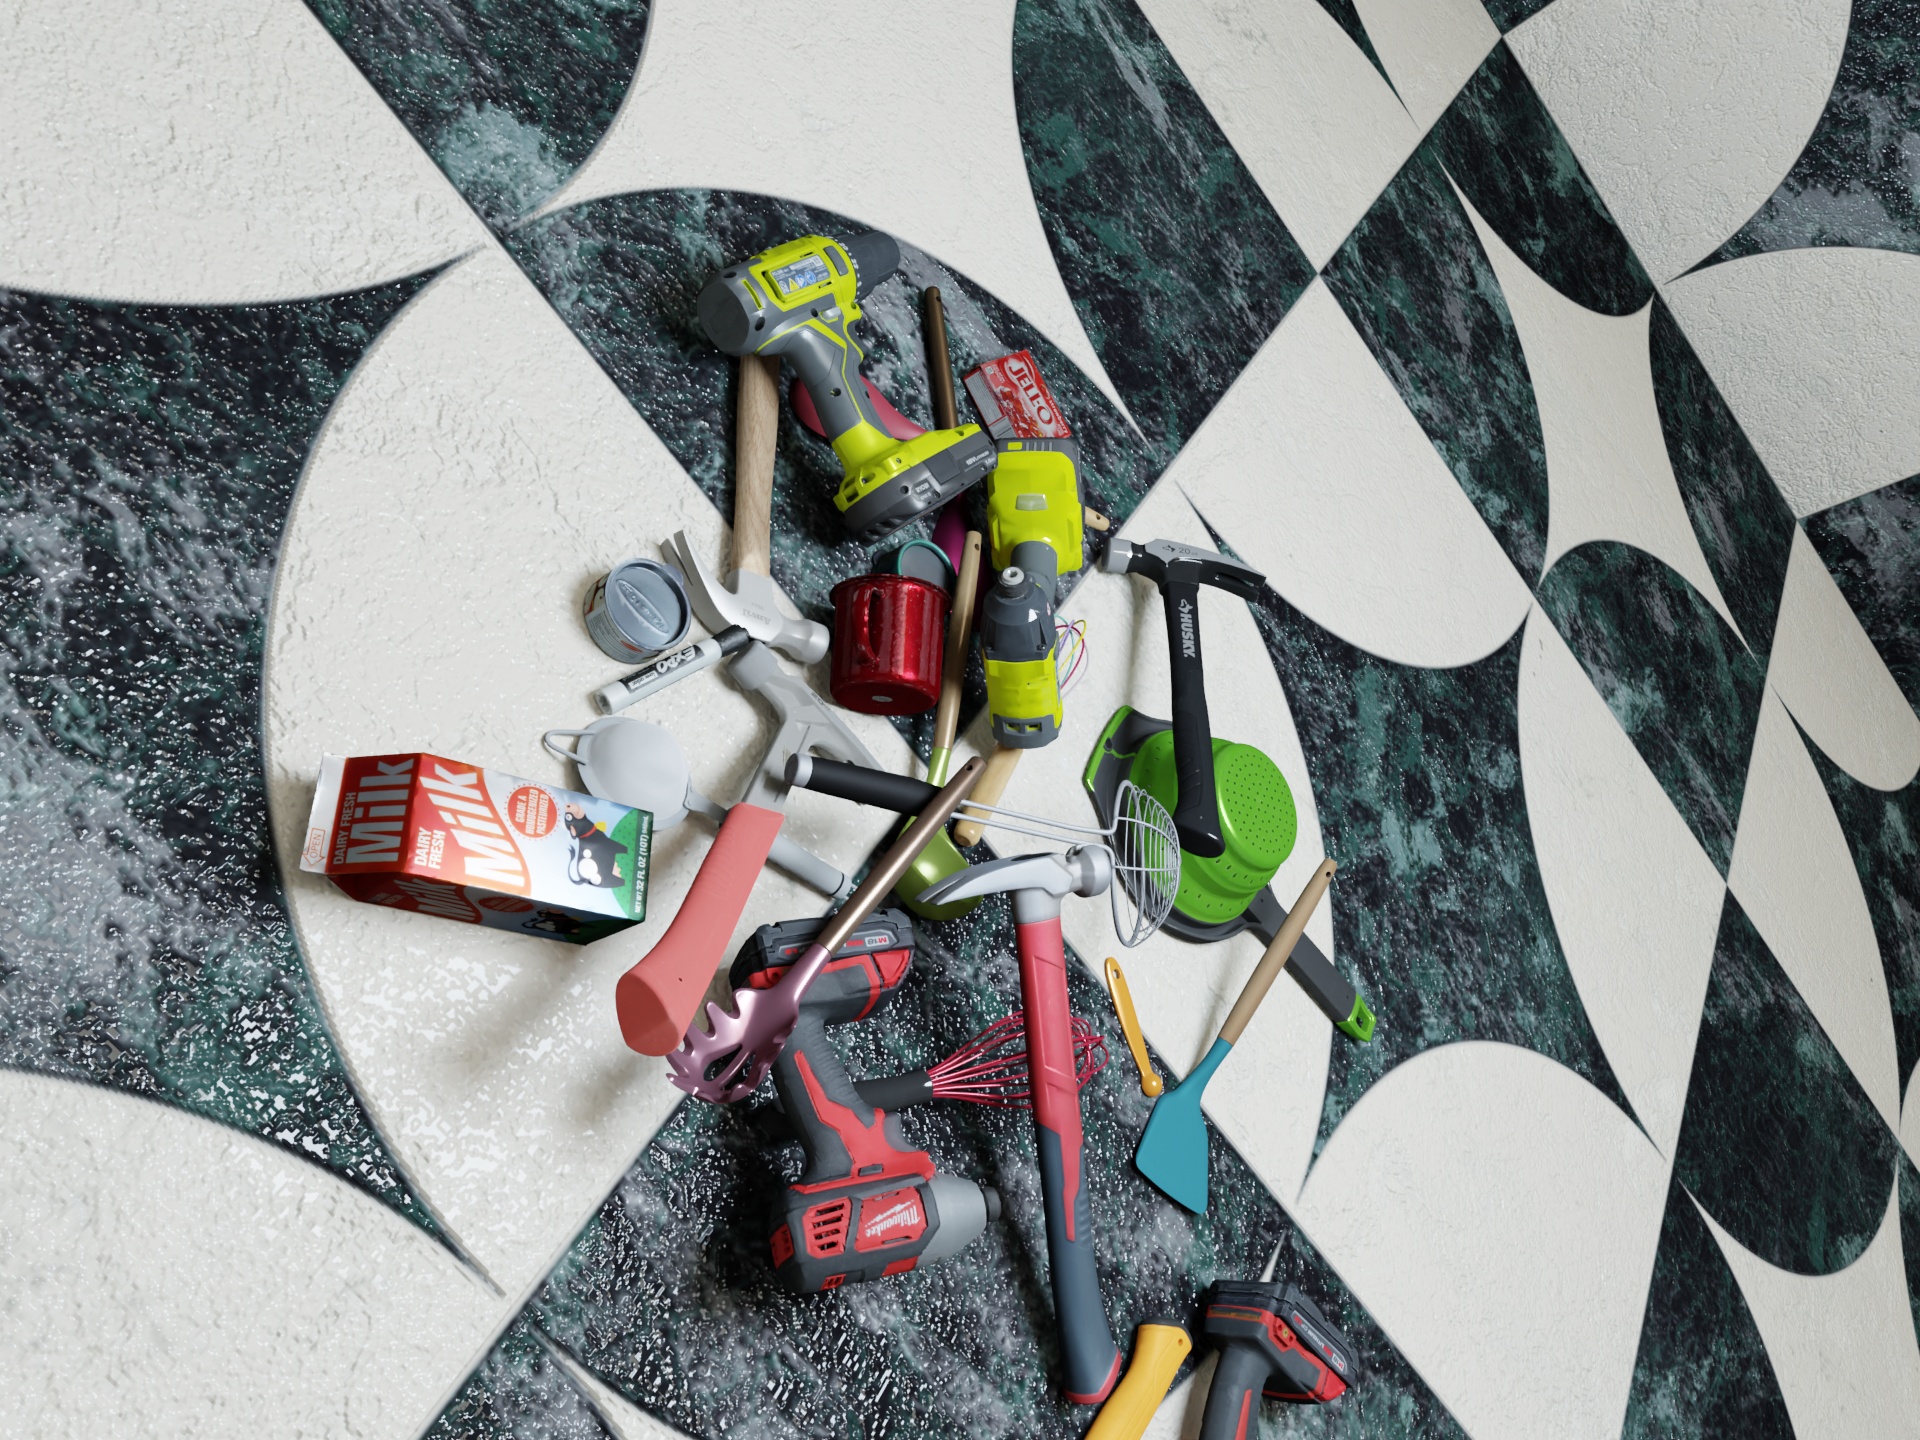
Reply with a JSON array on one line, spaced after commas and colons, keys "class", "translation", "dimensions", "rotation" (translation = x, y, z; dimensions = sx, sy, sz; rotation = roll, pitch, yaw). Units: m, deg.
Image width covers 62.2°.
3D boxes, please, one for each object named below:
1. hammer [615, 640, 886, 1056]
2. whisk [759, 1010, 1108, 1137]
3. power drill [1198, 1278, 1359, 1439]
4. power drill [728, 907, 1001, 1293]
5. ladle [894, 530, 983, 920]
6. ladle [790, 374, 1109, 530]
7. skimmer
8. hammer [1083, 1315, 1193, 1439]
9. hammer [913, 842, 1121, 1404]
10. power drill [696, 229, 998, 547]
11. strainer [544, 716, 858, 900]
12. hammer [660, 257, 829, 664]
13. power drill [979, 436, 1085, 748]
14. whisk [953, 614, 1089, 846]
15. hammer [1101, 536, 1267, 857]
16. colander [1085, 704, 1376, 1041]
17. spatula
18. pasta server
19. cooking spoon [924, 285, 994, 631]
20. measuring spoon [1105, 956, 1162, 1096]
[{"class": "hammer", "translation": [-0.131, 0.085, 1.000], "dimensions": [0.149, 0.036, 0.359], "rotation": [49, 26, -18]}, {"class": "whisk", "translation": [-0.011, 0.252, 1.110], "dimensions": [0.295, 0.073, 0.073], "rotation": [-3, 74, -38]}, {"class": "power drill", "translation": [0.222, 0.556, 1.182], "dimensions": [0.187, 0.080, 0.227], "rotation": [49, 49, -22]}, {"class": "power drill", "translation": [-0.062, 0.236, 0.999], "dimensions": [0.143, 0.078, 0.220], "rotation": [-4, 61, -23]}, {"class": "ladle", "translation": [-0.002, -0.004, 1.204], "dimensions": [0.078, 0.062, 0.320], "rotation": [27, 62, -39]}, {"class": "ladle", "translation": [0.002, -0.218, 1.325], "dimensions": [0.315, 0.031, 0.069], "rotation": [20, 62, -31]}, {"class": "skimmer", "translation": [0.023, 0.080, 1.151], "dimensions": [0.363, 0.090, 0.127], "rotation": [15, 69, -31]}, {"class": "hammer", "translation": [0.078, 0.544, 1.080], "dimensions": [0.127, 0.034, 0.337], "rotation": [56, 45, -8]}, {"class": "hammer", "translation": [0.055, 0.286, 1.097], "dimensions": [0.143, 0.038, 0.386], "rotation": [-9, 95, -31]}, {"class": "power drill", "translation": [-0.072, -0.266, 1.216], "dimensions": [0.190, 0.080, 0.228], "rotation": [-36, 96, -42]}, {"class": "strainer", "translation": [-0.158, 0.062, 1.068], "dimensions": [0.258, 0.050, 0.087], "rotation": [35, 37, -31]}, {"class": "hammer", "translation": [-0.155, -0.208, 1.193], "dimensions": [0.130, 0.031, 0.332], "rotation": [19, 60, -38]}, {"class": "power drill", "translation": [0.053, -0.113, 1.246], "dimensions": [0.171, 0.080, 0.223], "rotation": [81, 12, -50]}, {"class": "whisk", "translation": [0.050, 0.002, 1.283], "dimensions": [0.051, 0.047, 0.245], "rotation": [61, 44, -37]}, {"class": "hammer", "translation": [0.199, -0.026, 1.352], "dimensions": [0.146, 0.035, 0.335], "rotation": [8, 49, -7]}, {"class": "colander", "translation": [0.276, 0.141, 1.400], "dimensions": [0.396, 0.094, 0.205], "rotation": [47, 47, -17]}, {"class": "spatula", "translation": [0.239, 0.247, 1.313], "dimensions": [0.082, 0.044, 0.317], "rotation": [40, 72, -20]}, {"class": "pasta server", "translation": [-0.071, 0.121, 0.994], "dimensions": [0.060, 0.040, 0.316], "rotation": [25, 52, 21]}, {"class": "cooking spoon", "translation": [-0.007, -0.226, 1.349], "dimensions": [0.068, 0.017, 0.319], "rotation": [8, 68, -41]}, {"class": "measuring spoon", "translation": [0.141, 0.247, 1.285], "dimensions": [0.021, 0.011, 0.117], "rotation": [-10, 79, -45]}]
